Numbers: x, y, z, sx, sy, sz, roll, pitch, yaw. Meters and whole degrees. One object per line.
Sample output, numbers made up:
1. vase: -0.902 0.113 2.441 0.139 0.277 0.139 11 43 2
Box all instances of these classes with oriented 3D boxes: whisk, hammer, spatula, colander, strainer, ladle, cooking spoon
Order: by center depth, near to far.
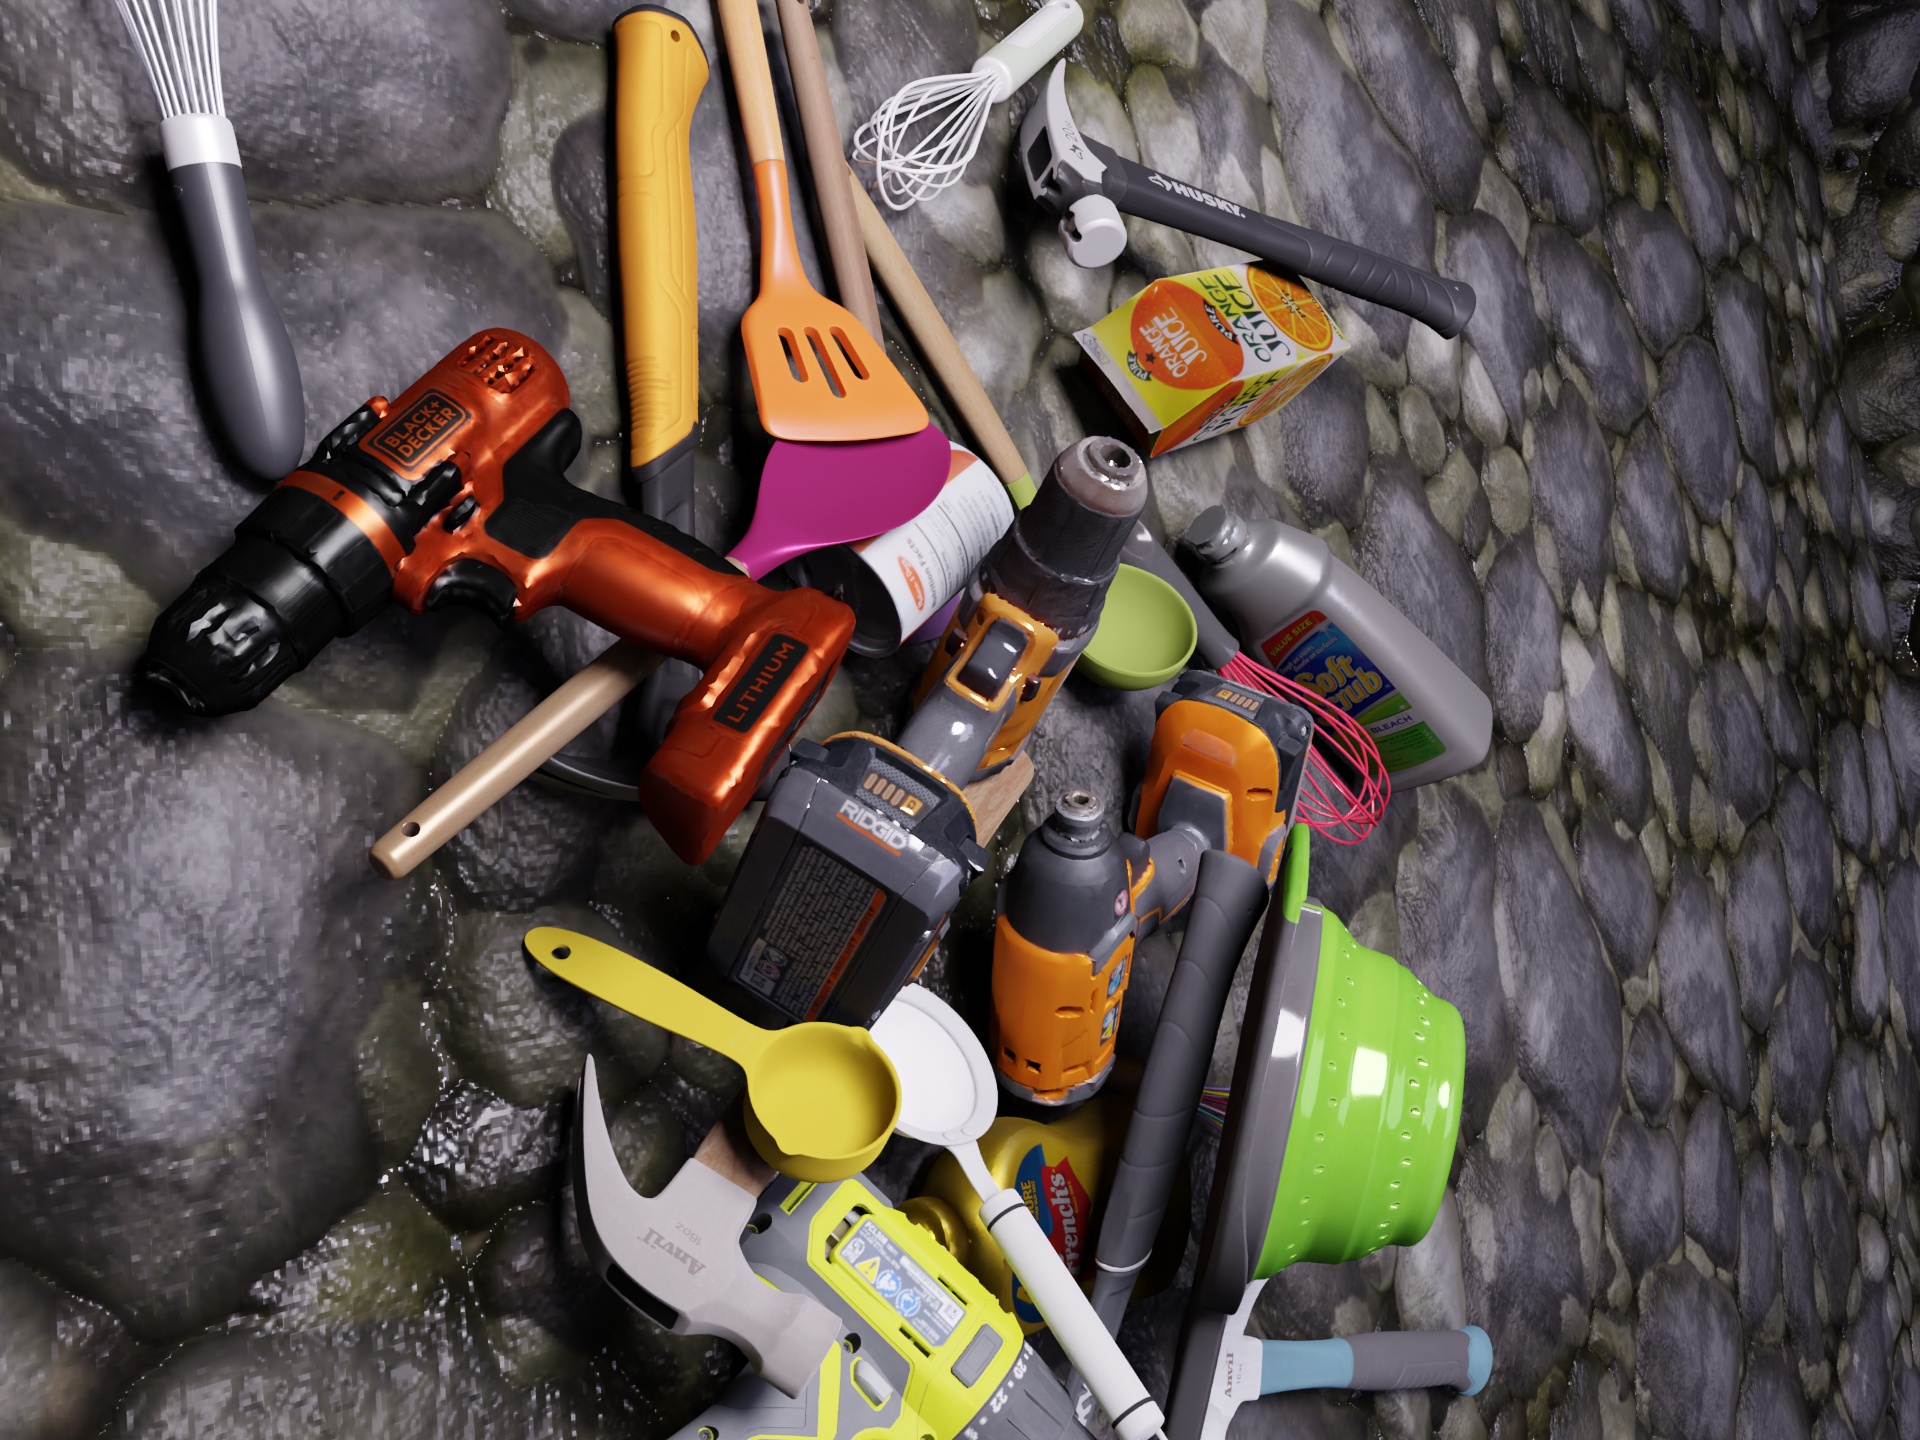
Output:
1. whisk: -0.256 -0.219 0.518 0.070 0.070 0.284 -18 102 -48
2. cooking spoon: -0.103 -0.044 0.614 0.069 0.017 0.319 37 51 7
3. hammer: -0.129 -0.135 0.653 0.127 0.034 0.337 6 78 -48
4. strainer: 0.011 0.200 0.665 0.086 0.050 0.259 4 39 -47
5. hammer: -0.046 0.107 0.668 0.130 0.031 0.331 31 42 4
6. hammer: 0.063 0.256 0.710 0.149 0.036 0.409 24 81 -45
7. spatula: -0.086 -0.275 0.711 0.081 0.041 0.323 -9 85 -30
8. colander: 0.161 0.252 0.750 0.204 0.094 0.397 -49 149 -71
9. spatula: -0.049 -0.192 0.755 0.059 0.018 0.316 -19 101 -42
10. ladle: 0.023 -0.149 0.807 0.078 0.062 0.320 -49 116 -38
11. whisk: 0.012 -0.335 0.838 0.246 0.058 0.059 -56 154 -43
12. whisk: 0.141 0.208 0.879 0.244 0.047 0.051 26 56 -38
13. hammer: 0.178 -0.283 0.923 0.334 0.035 0.146 7 51 -32
14. whisk: 0.167 -0.026 0.943 0.295 0.073 0.073 45 53 -25
15. hammer: 0.234 0.387 0.955 0.330 0.033 0.128 21 69 -44

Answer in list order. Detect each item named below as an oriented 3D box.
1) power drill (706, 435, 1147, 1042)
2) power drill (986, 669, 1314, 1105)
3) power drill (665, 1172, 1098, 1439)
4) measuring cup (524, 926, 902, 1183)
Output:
1. power drill: -0.001 -0.002 0.642 0.084 0.185 0.226 32 45 3
2. power drill: 0.093 0.064 0.785 0.226 0.084 0.164 -39 143 -44
3. power drill: -0.054 0.294 0.576 0.190 0.080 0.228 43 49 6
4. measuring cup: -0.096 0.121 0.592 0.062 0.156 0.029 -54 165 -46
